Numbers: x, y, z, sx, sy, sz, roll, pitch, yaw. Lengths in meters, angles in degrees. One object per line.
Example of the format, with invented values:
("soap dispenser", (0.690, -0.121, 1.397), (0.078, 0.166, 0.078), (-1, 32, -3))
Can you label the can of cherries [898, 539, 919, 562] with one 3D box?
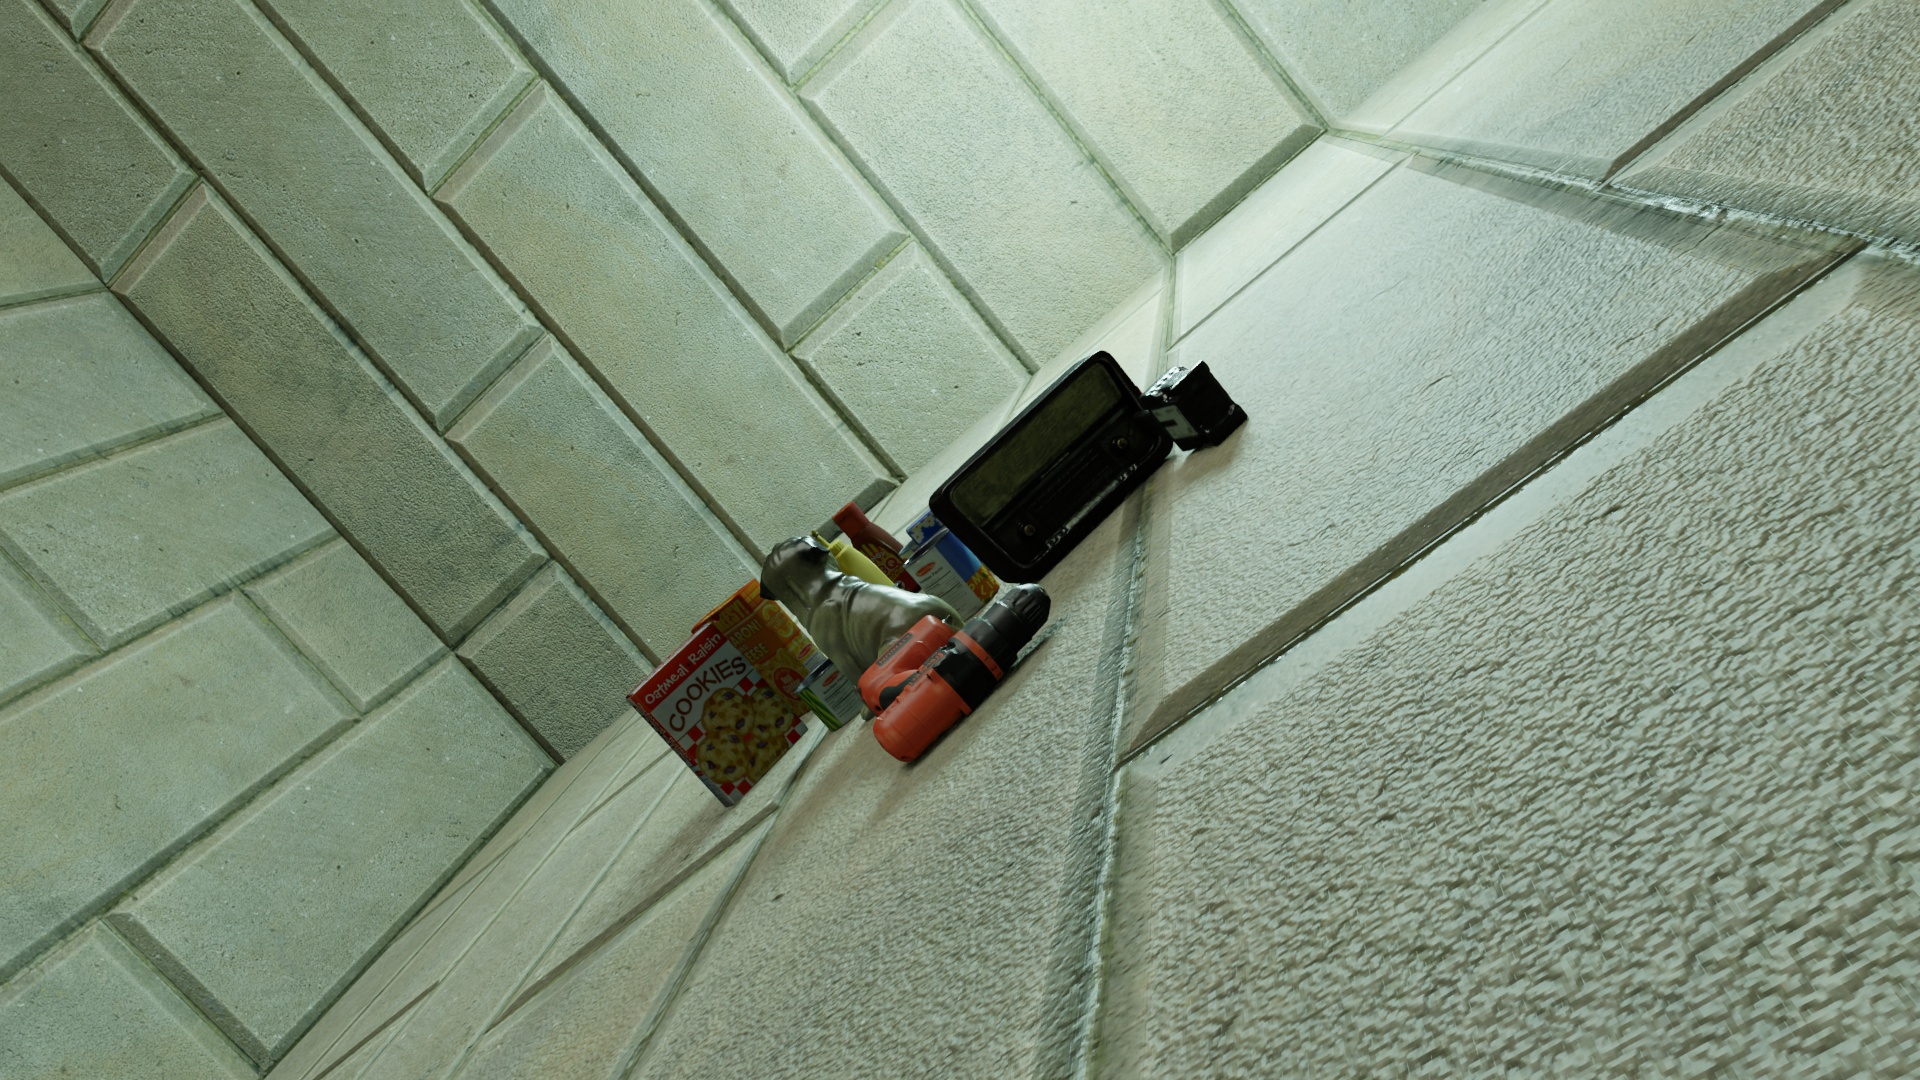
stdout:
("can of cherries", (-0.036, 0.017, 1.819), (0.071, 0.058, 0.071), (-40, 7, 6))

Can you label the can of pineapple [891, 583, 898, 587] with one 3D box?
("can of pineapple", (-0.079, 0.094, 1.591), (0.071, 0.058, 0.071), (-40, 7, 6))

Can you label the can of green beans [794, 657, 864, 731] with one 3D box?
("can of green beans", (-0.132, 0.160, 1.474), (0.071, 0.058, 0.071), (-40, 7, 6))

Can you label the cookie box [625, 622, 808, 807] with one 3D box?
("cookie box", (-0.272, 0.194, 1.555), (0.123, 0.167, 0.040), (-45, 8, -30))

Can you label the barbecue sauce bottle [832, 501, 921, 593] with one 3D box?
("barbecue sauce bottle", (-0.110, 0.014, 1.856), (0.064, 0.148, 0.044), (-38, 8, 26))

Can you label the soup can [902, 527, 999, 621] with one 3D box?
("soup can", (-0.008, 0.036, 1.466), (0.071, 0.083, 0.071), (-40, 7, 6))

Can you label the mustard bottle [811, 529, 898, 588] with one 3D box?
("mustard bottle", (-0.133, 0.047, 1.739), (0.048, 0.160, 0.065), (-36, 9, 35))

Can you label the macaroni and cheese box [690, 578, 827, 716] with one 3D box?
("macaroni and cheese box", (-0.235, 0.140, 1.688), (0.123, 0.166, 0.040), (-34, 10, 43))

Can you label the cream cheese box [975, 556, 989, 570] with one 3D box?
("cream cheese box", (0.009, 0.017, 1.609), (0.103, 0.053, 0.024), (-33, 11, 47))

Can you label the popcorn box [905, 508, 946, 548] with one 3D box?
("popcorn box", (0.006, -0.022, 1.724), (0.127, 0.085, 0.038), (-41, 7, -3))
